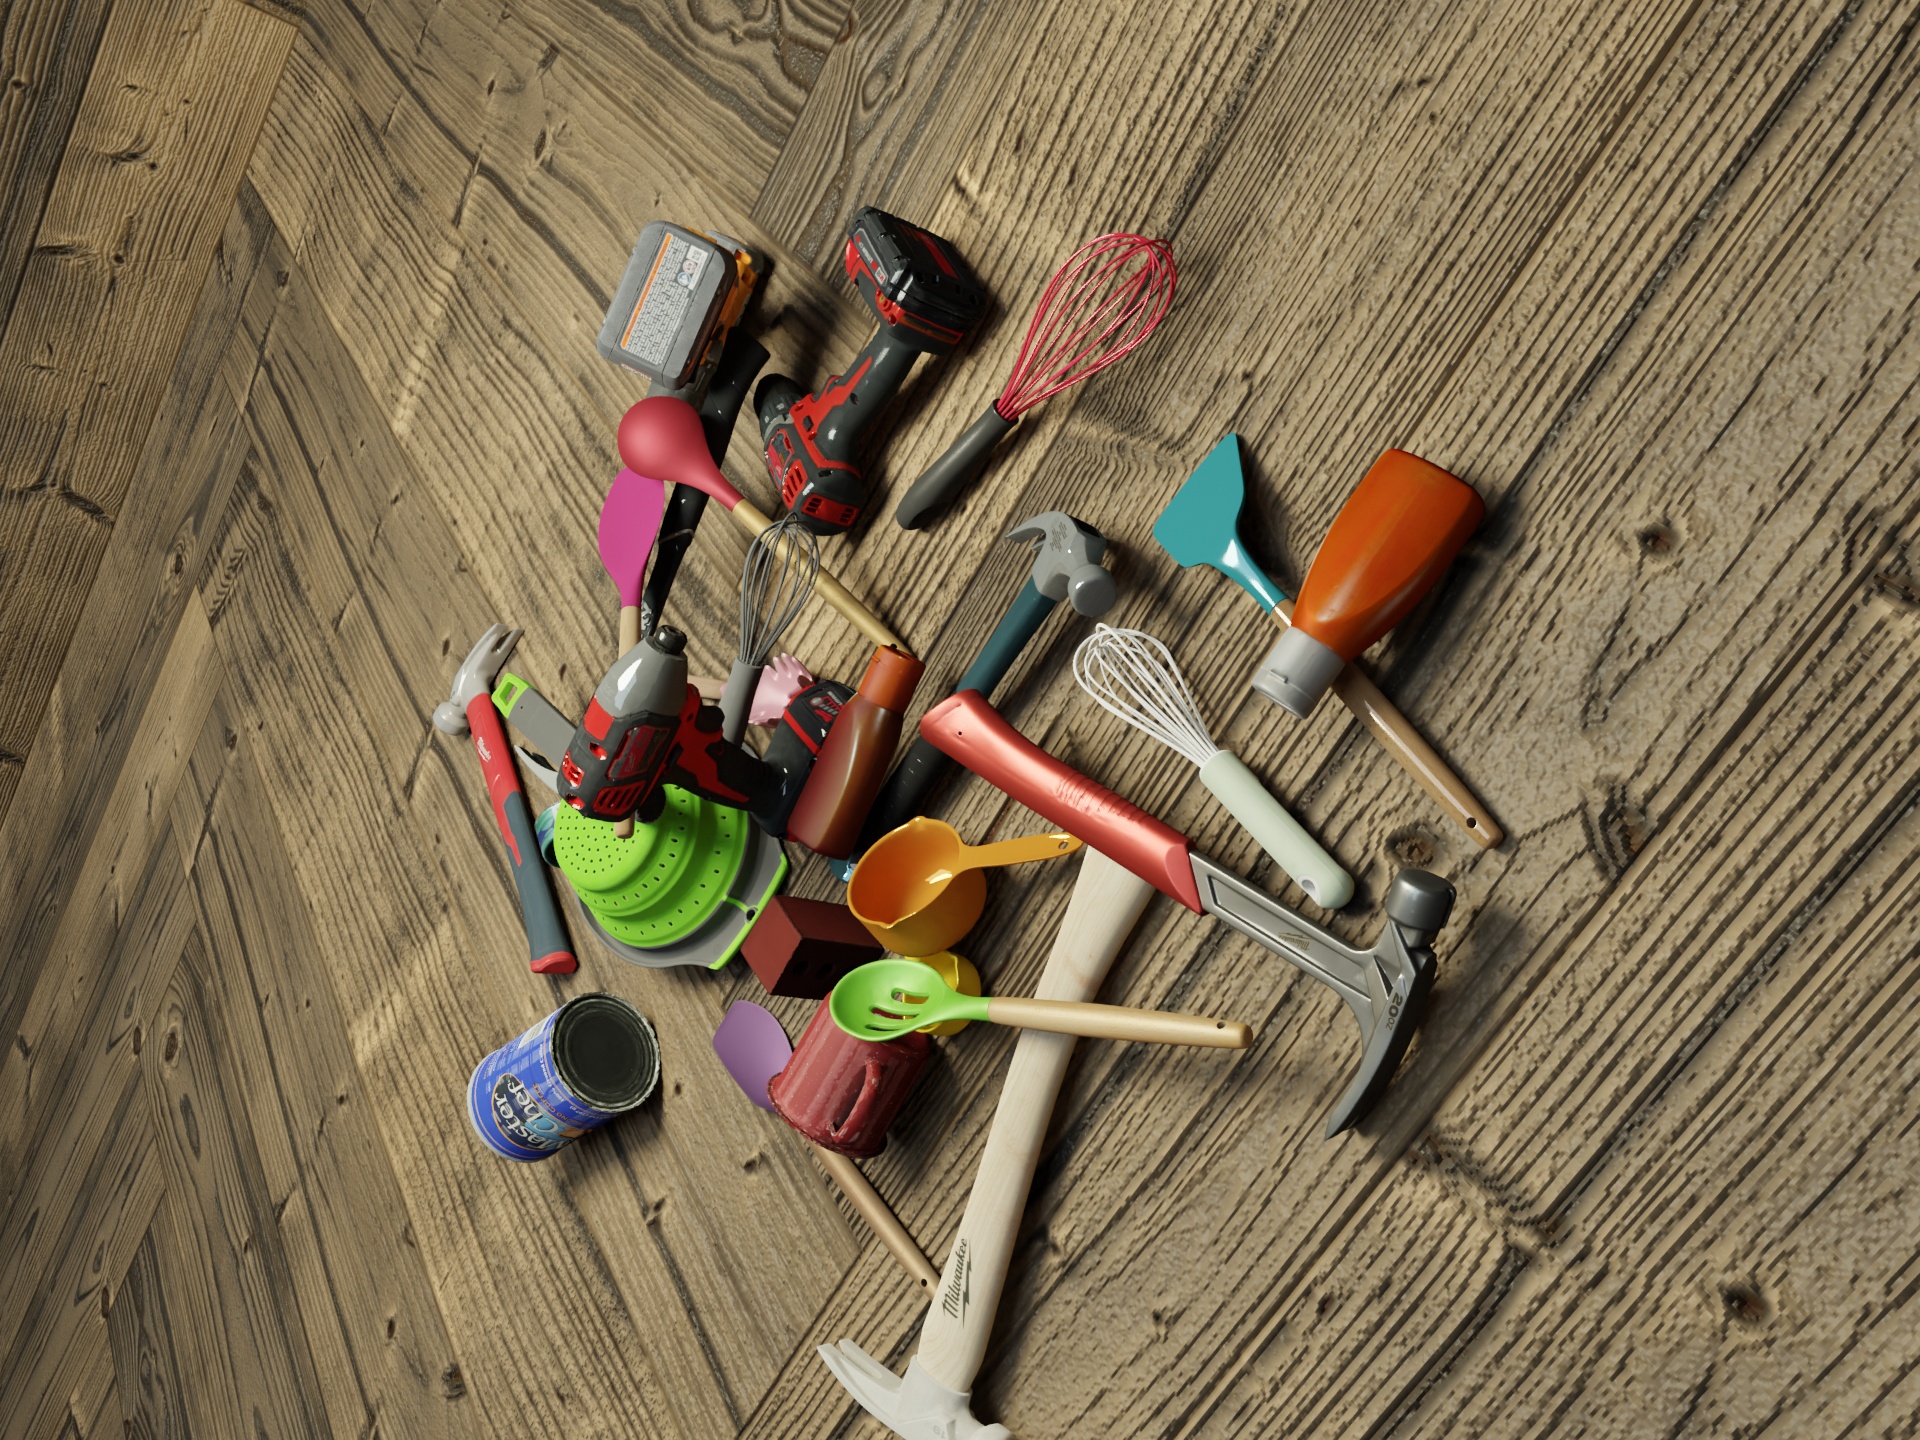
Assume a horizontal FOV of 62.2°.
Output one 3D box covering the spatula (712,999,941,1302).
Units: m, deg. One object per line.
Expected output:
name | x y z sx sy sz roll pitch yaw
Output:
spatula | -0.098 0.302 1.141 0.316 0.018 0.060 40 100 45

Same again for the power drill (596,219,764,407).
power drill | -0.237 -0.322 1.333 0.226 0.084 0.185 -85 20 -78

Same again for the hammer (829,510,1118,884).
hammer | -0.002 -0.003 1.083 0.331 0.033 0.128 -55 26 28

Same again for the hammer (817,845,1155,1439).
hammer | 0.029 0.252 0.991 0.146 0.038 0.410 21 94 37

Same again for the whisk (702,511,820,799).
whisk | -0.157 -0.044 1.188 0.055 0.055 0.239 43 120 44

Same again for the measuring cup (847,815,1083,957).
measuring cup | 0.011 0.107 1.047 0.173 0.052 0.095 -13 41 26

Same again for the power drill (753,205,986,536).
power drill | -0.088 -0.277 1.234 0.226 0.080 0.188 -56 39 27

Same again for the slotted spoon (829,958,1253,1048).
slotted spoon | 0.039 0.176 0.947 0.314 0.031 0.070 -4 34 44

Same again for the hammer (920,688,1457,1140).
hammer | 0.105 0.082 0.915 0.359 0.036 0.149 31 113 38

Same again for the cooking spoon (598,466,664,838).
cooking spoon | -0.251 -0.061 1.210 0.069 0.017 0.319 -17 62 27

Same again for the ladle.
ladle | -0.151 -0.145 1.207 0.315 0.031 0.069 42 89 14

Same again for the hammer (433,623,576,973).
hammer | -0.428 0.078 1.537 0.143 0.038 0.387 -50 49 25

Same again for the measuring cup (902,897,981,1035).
measuring cup | -0.025 0.155 1.102 0.062 0.029 0.157 -53 36 19

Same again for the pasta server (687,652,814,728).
pasta server | -0.216 -0.030 1.337 0.316 0.040 0.060 8 74 49

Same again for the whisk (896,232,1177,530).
whisk | 0.042 -0.226 1.095 0.295 0.073 0.073 -43 52 38

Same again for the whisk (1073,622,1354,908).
whisk | 0.146 0.022 0.933 0.247 0.059 0.057 51 160 37

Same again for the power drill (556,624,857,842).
power drill | -0.166 0.012 1.136 0.079 0.219 0.143 45 113 43

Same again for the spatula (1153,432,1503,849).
spatula | 0.204 -0.046 0.902 0.082 0.044 0.318 -51 53 24

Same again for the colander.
colander | -0.309 0.051 1.318 0.397 0.094 0.204 35 93 36

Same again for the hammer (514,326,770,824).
hammer | -0.235 -0.124 1.258 0.149 0.036 0.409 10 77 34
